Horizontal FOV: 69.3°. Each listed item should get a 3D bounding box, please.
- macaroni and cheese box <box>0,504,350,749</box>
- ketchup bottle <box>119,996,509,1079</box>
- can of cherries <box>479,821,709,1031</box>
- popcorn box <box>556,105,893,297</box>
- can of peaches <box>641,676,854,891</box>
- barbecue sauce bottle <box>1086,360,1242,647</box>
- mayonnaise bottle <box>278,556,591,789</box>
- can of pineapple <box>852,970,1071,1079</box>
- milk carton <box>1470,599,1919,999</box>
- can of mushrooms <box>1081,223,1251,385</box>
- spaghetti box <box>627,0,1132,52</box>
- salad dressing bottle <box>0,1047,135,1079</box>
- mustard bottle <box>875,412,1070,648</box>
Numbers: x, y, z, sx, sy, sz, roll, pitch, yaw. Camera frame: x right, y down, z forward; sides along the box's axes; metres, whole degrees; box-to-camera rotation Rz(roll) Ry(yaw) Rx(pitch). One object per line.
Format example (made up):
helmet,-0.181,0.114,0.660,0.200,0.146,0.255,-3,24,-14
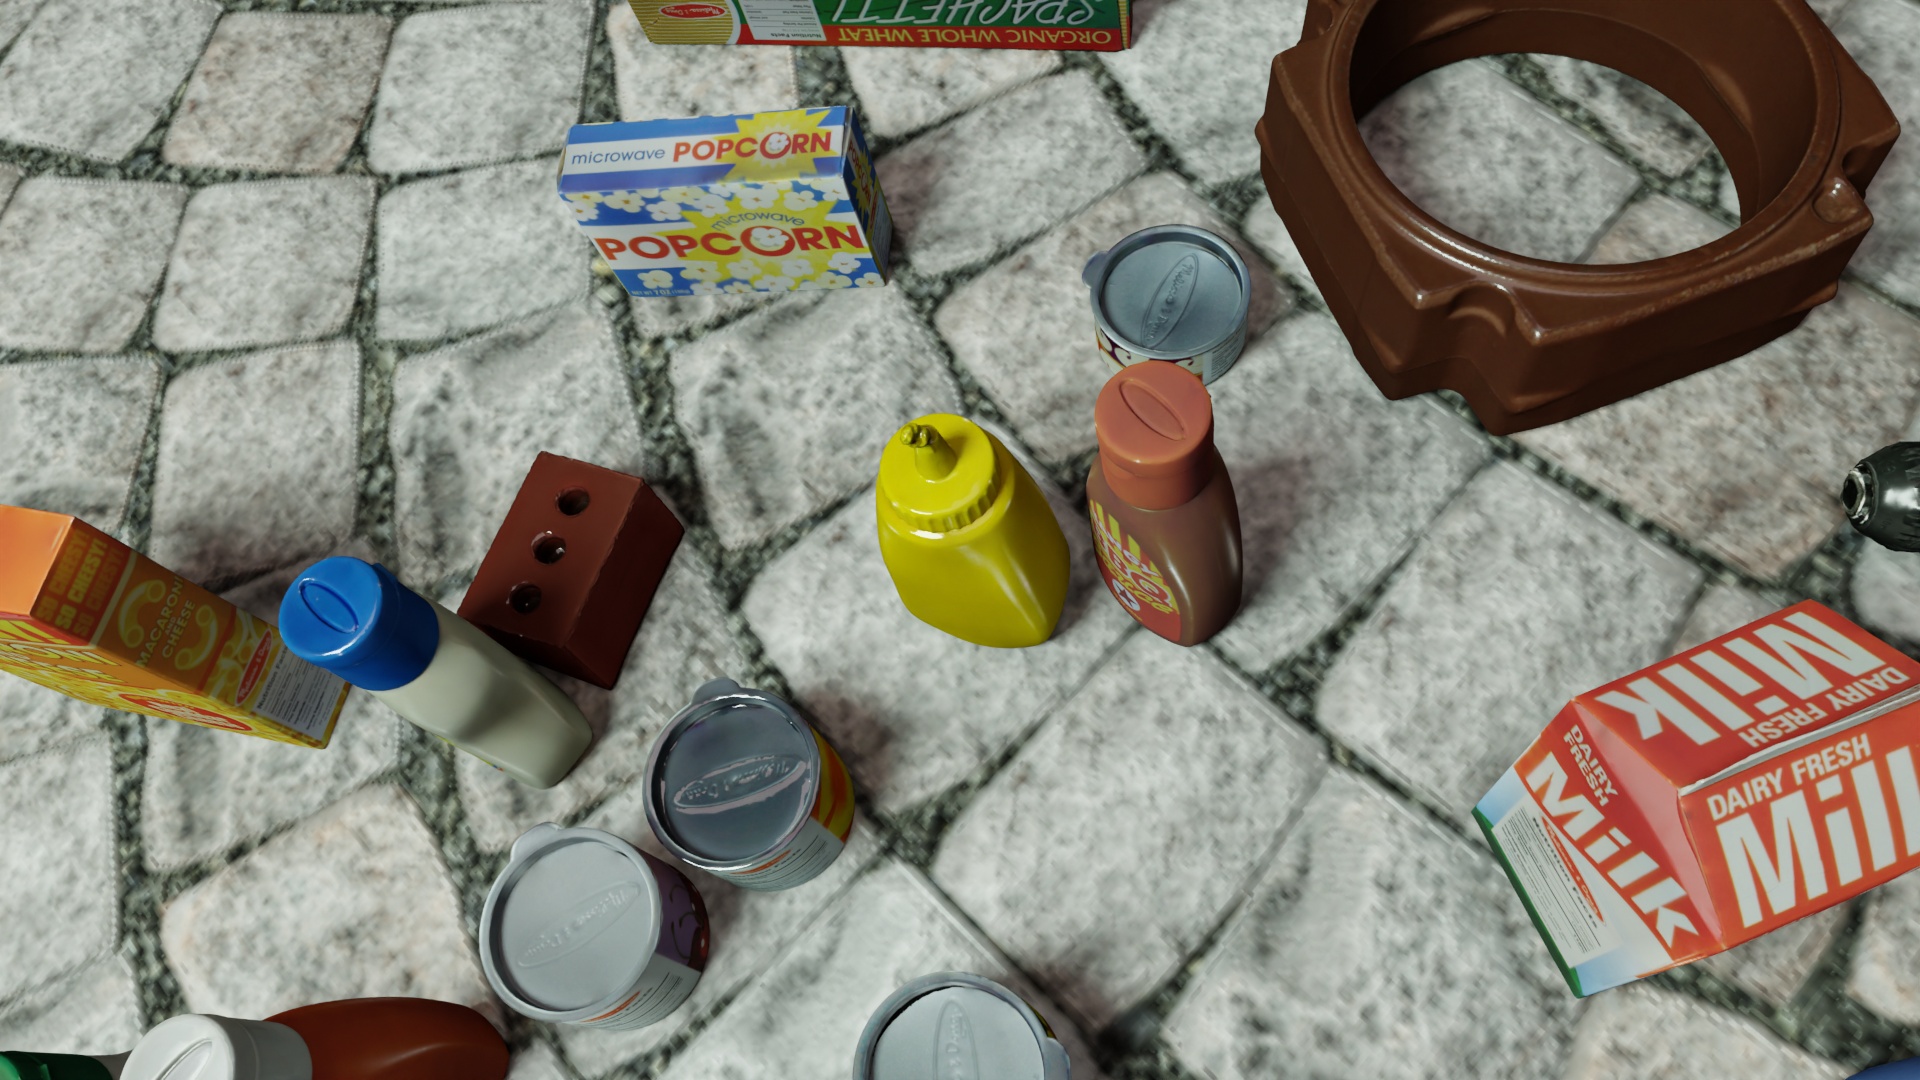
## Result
macaroni and cheese box,-0.336,0.033,0.531,0.124,0.166,0.040,8,69,13
ketchup bottle,-0.207,0.180,0.456,0.043,0.148,0.065,35,77,21
can of cherries,-0.132,0.141,0.509,0.071,0.058,0.072,-4,67,8
popcorn box,-0.101,-0.147,0.613,0.127,0.085,0.038,-1,67,9
can of peaches,-0.078,0.093,0.521,0.071,0.058,0.071,-4,67,8
barbecue sauce bottle,0.071,-0.012,0.491,0.044,0.148,0.065,-40,67,-8
mayonnaise bottle,-0.190,0.049,0.510,0.065,0.147,0.041,34,77,21
can of pineapple,0.003,0.183,0.468,0.071,0.057,0.071,-4,67,8
milk carton,0.215,0.078,0.404,0.072,0.190,0.073,-23,65,0
can of mushrooms,0.087,-0.099,0.589,0.071,0.033,0.071,-3,67,8
spaghetti box,-0.041,-0.265,0.673,0.250,0.050,0.029,5,68,12
salad dressing bottle,-0.272,0.192,0.462,0.044,0.147,0.064,-33,66,-5
mustard bottle,0.002,-0.006,0.494,0.065,0.159,0.049,10,70,14
